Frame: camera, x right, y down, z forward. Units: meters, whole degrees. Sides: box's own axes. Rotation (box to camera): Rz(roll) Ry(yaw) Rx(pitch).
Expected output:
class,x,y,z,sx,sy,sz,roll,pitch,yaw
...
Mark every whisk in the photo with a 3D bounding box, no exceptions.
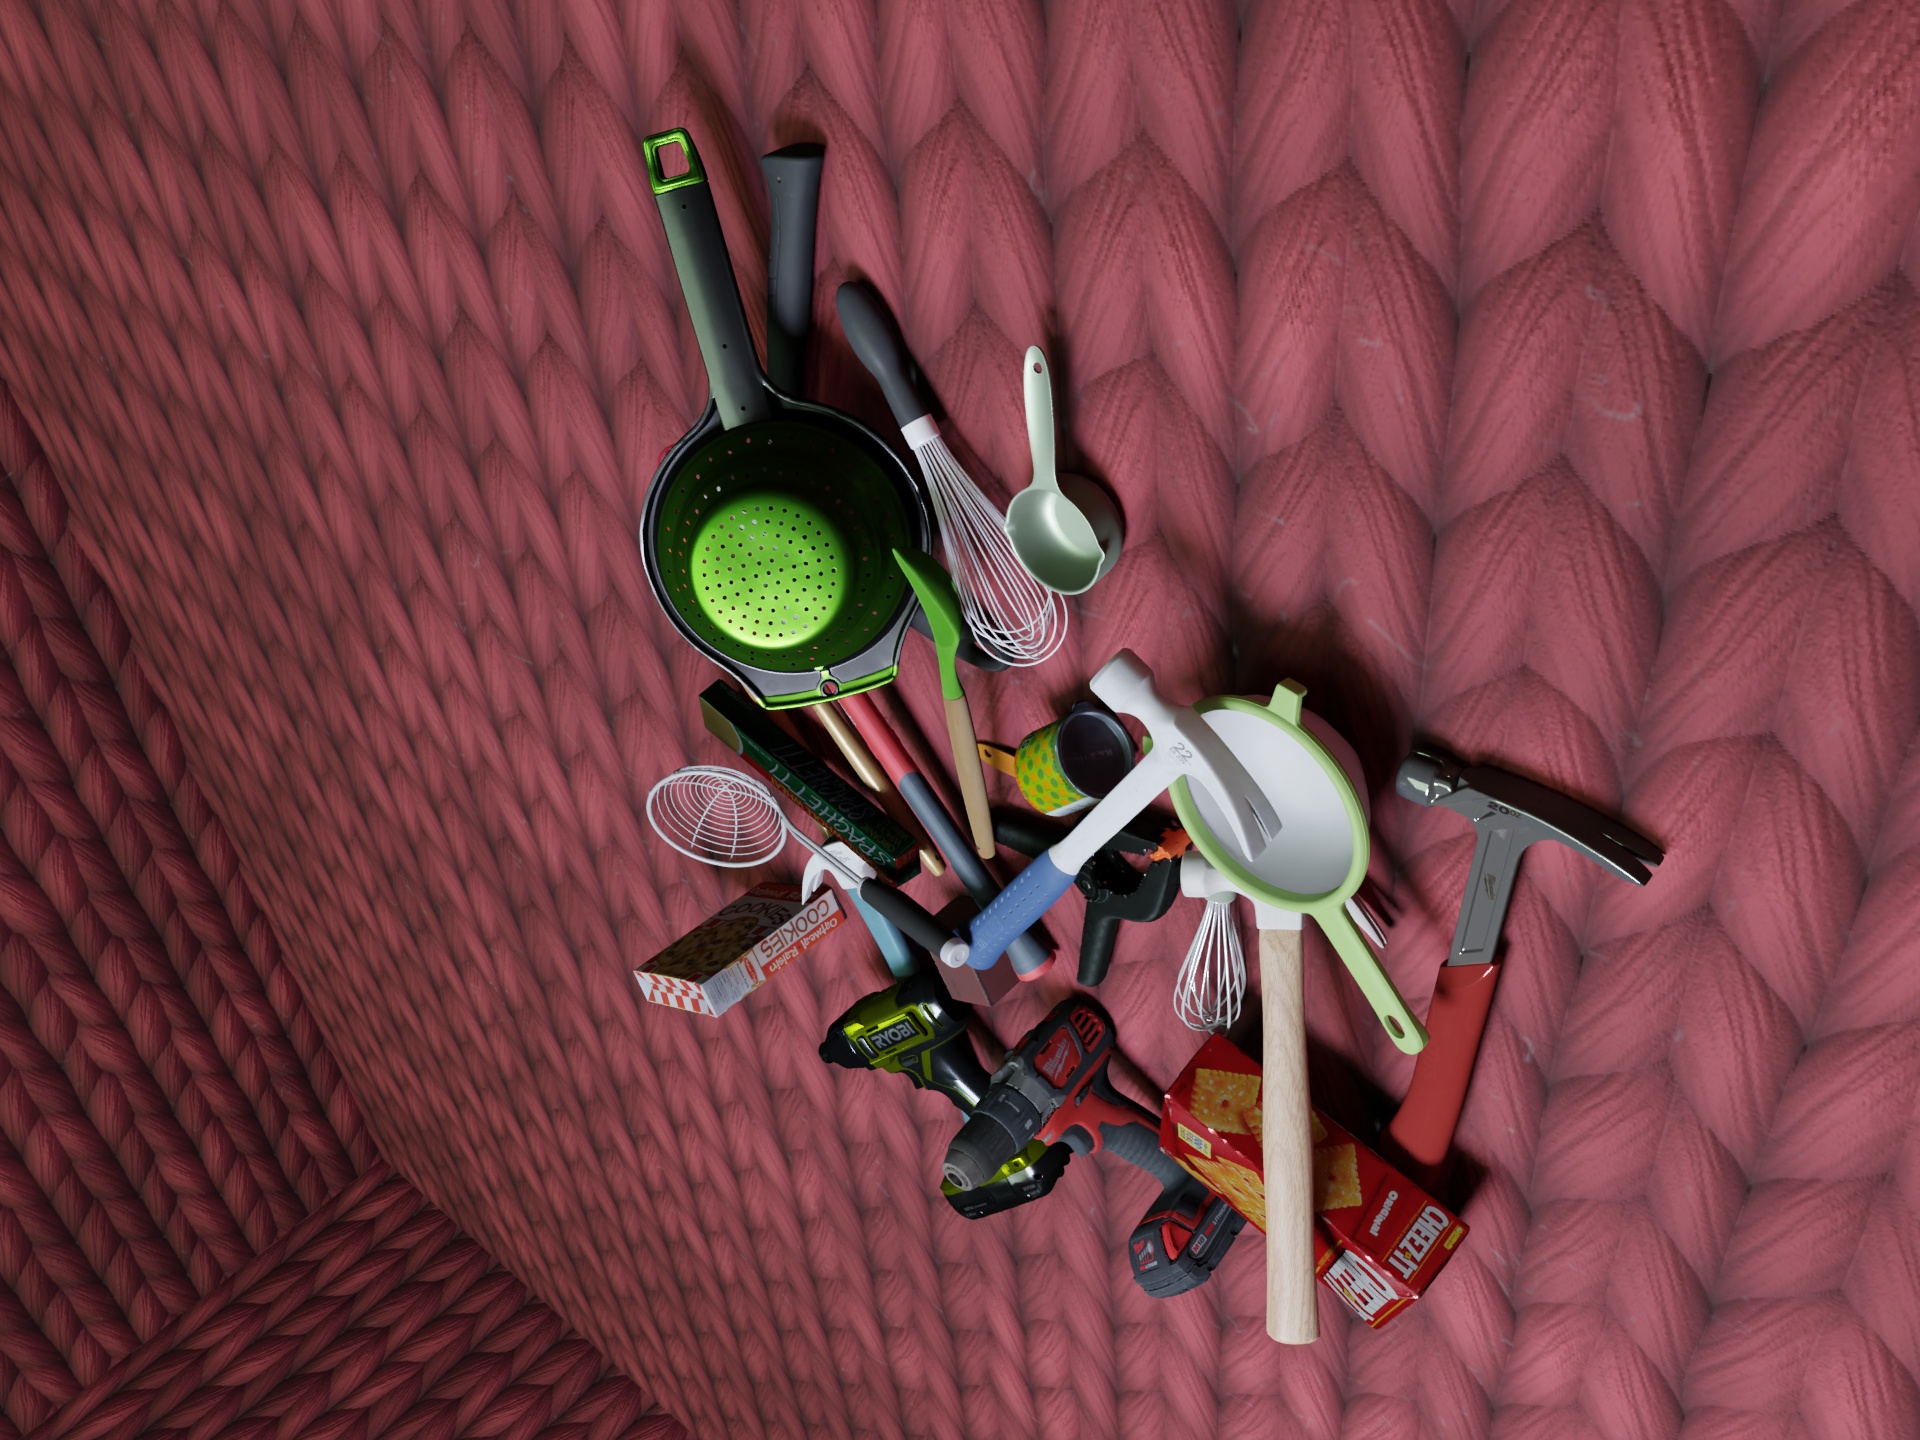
class,x,y,z,sx,sy,sz,roll,pitch,yaw
whisk,-0.091,-0.115,1.148,0.296,0.073,0.073,30,143,-1
whisk,0.181,0.127,1.112,0.059,0.058,0.246,-122,24,-52
whisk,-0.012,-0.165,1.069,0.070,0.070,0.284,-21,98,54

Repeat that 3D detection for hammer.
class,x,y,z,sx,sy,sz,roll,pitch,yaw
hammer,-0.043,0.240,1.457,0.128,0.033,0.330,-10,116,35
hammer,-0.038,0.051,1.256,0.386,0.038,0.143,56,177,-11
hammer,0.219,0.249,1.054,0.130,0.031,0.331,-1,95,20
hammer,0.325,0.182,1.004,0.149,0.037,0.358,27,137,31
hammer,0.079,0.097,1.096,0.144,0.035,0.405,45,148,6
hammer,-0.121,-0.251,1.132,0.146,0.035,0.334,37,142,22

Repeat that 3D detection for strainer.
class,x,y,z,sx,sy,sz,roll,pitch,yaw
strainer,0.232,0.084,0.987,0.256,0.069,0.151,58,148,-4

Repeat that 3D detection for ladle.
class,x,y,z,sx,sy,sz,roll,pitch,yaw
ladle,-0.105,0.005,1.329,0.031,0.069,0.315,-27,105,31

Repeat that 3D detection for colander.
class,x,y,z,sx,sy,sz,roll,pitch,yaw
colander,-0.143,-0.185,1.049,0.204,0.094,0.397,-13,107,6

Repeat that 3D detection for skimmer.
class,x,y,z,sx,sy,sz,roll,pitch,yaw
skimmer,-0.136,0.134,1.340,0.364,0.090,0.127,30,152,44

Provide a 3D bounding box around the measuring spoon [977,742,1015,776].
class,x,y,z,sx,sy,sz,roll,pitch,yaw
measuring spoon,0.053,0.036,1.209,0.117,0.011,0.021,22,136,41

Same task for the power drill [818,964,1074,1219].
class,x,y,z,sx,sy,sz,roll,pitch,yaw
power drill,-0.015,0.337,1.441,0.171,0.080,0.223,-31,102,35

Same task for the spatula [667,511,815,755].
class,x,y,z,sx,sy,sz,roll,pitch,yaw
spatula,-0.183,-0.049,1.389,0.081,0.041,0.322,-15,112,54

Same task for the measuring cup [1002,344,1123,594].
class,x,y,z,sx,sy,sz,roll,pitch,yaw
measuring cup,0.064,-0.160,1.000,0.083,0.038,0.167,20,132,37

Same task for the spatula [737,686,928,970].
class,x,y,z,sx,sy,sz,roll,pitch,yaw
spatula,-0.115,0.104,1.447,0.060,0.018,0.315,-17,108,46

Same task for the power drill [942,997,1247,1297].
class,x,y,z,sx,sy,sz,roll,pitch,yaw
power drill,0.109,0.357,1.274,0.227,0.188,0.080,44,145,4

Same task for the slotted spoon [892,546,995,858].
class,x,y,z,sx,sy,sz,roll,pitch,yaw
slotted spoon,-0.002,-0.004,1.138,0.070,0.031,0.313,51,162,42
